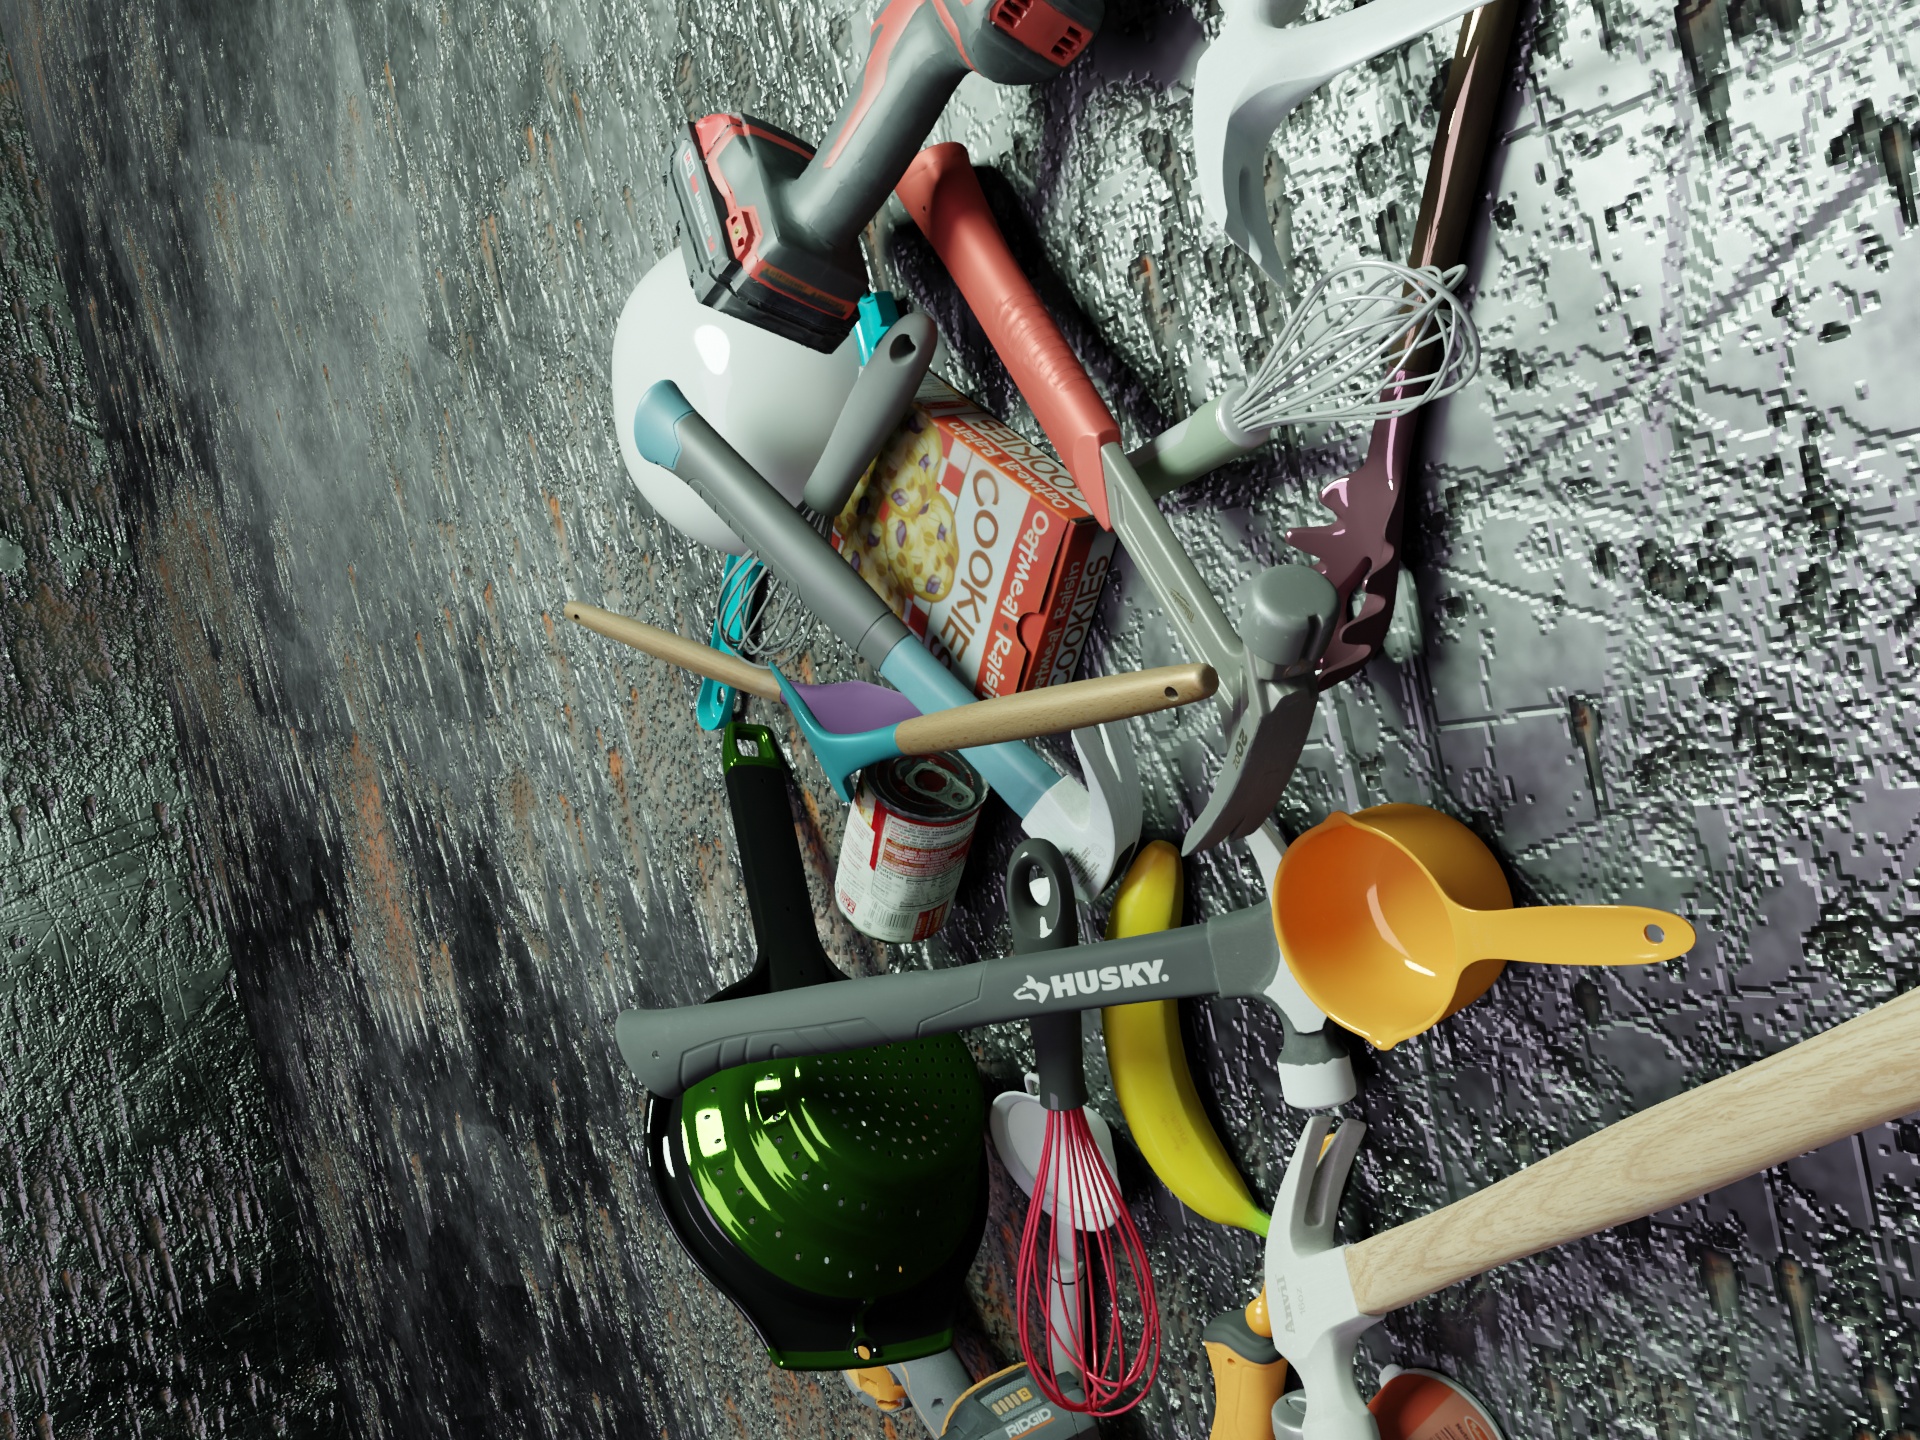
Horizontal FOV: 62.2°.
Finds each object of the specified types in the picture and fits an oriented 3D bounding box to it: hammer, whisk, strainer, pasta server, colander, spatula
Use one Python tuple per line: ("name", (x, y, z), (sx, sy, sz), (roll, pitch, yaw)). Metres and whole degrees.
("hammer", (-0.002, 0.120, 0.719), (0.335, 0.035, 0.146), (-11, 92, 15))
("whisk", (0.112, -0.119, 0.607), (0.059, 0.058, 0.246), (39, 163, -12))
("hammer", (0.136, 0.446, 0.810), (0.127, 0.034, 0.336), (27, 121, 45))
("whisk", (-0.068, -0.111, 0.811), (0.055, 0.055, 0.239), (56, 134, 23))
("strainer", (0.057, 0.285, 0.854), (0.087, 0.050, 0.258), (19, 122, 38))
("hammer", (-0.042, -0.041, 0.774), (0.331, 0.033, 0.128), (45, 136, 9))
("hammer", (0.227, 0.170, 0.583), (0.331, 0.031, 0.130), (-46, 42, 42))
("pasta server", (0.162, -0.155, 0.576), (0.060, 0.040, 0.316), (-130, 42, -56))
("colander", (-0.074, 0.142, 0.882), (0.094, 0.204, 0.398), (-51, 43, 41))
("hammer", (0.229, -0.232, 0.416), (0.405, 0.035, 0.144), (-9, 62, 44))
("spatula", (-0.001, -0.002, 0.692), (0.317, 0.044, 0.082), (-10, 110, 52))
("spatula", (-0.121, -0.022, 0.936), (0.316, 0.018, 0.059), (21, 123, 30))
("strainer", (-0.152, -0.130, 0.934), (0.211, 0.095, 0.340), (42, 130, 36))
("whisk", (0.051, 0.199, 0.757), (0.073, 0.073, 0.295), (6, 106, 51))
("hammer", (0.049, -0.121, 0.679), (0.149, 0.036, 0.359), (98, 152, -52))

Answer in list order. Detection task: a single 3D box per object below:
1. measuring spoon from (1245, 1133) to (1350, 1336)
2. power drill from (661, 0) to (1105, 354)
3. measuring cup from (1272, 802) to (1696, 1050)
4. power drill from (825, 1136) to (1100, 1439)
("measuring spoon", (0.154, 0.237, 0.723), (0.021, 0.011, 0.117), (16, 113, 5))
("power drill", (-0.041, -0.301, 0.714), (0.226, 0.080, 0.188), (-42, 51, 34))
("measuring cup", (0.199, 0.073, 0.595), (0.174, 0.052, 0.095), (-8, 95, 50))
("power drill", (-0.011, 0.358, 0.906), (0.226, 0.084, 0.185), (32, 133, 55))
